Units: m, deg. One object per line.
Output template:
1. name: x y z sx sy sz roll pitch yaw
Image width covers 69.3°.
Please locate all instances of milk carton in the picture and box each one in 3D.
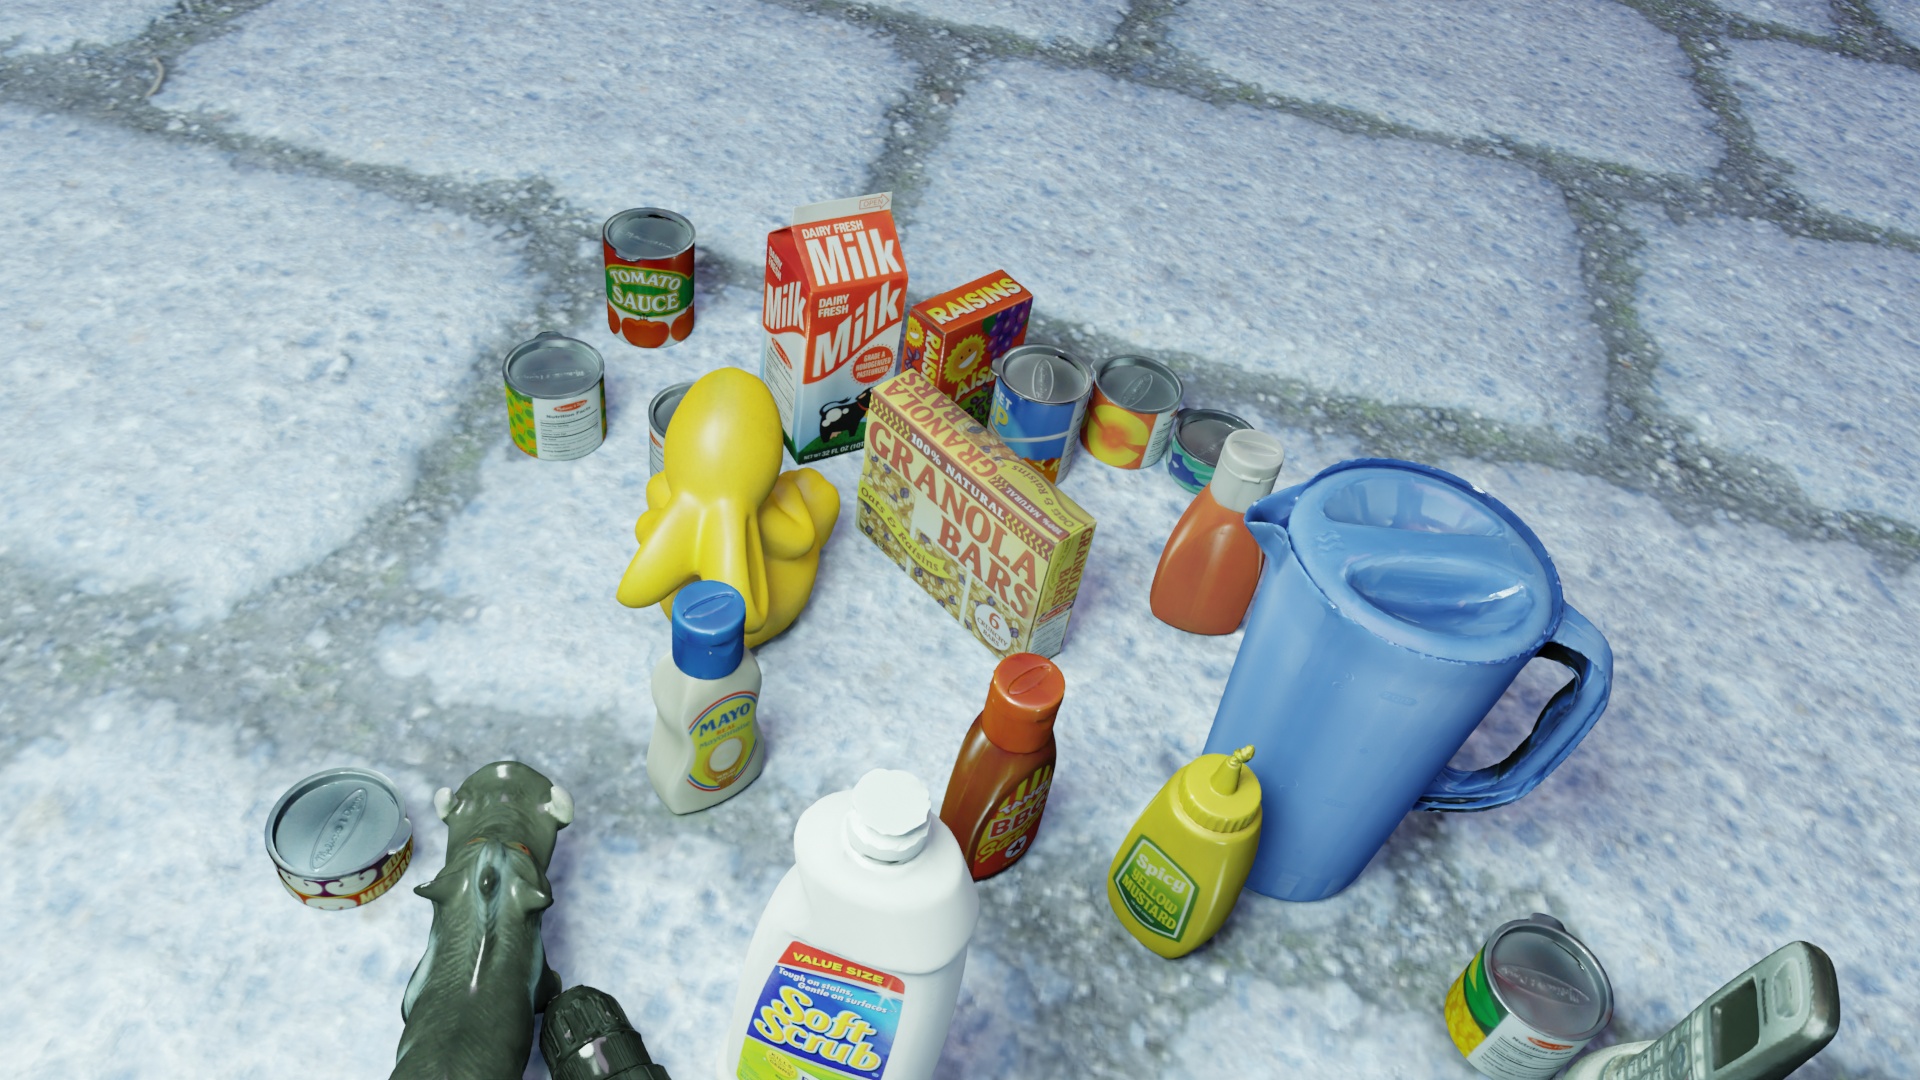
1. milk carton: -0.088 -0.150 0.944 0.072 0.189 0.074 -16 51 -25

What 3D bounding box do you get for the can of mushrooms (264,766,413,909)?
1. can of mushrooms: -0.314 0.153 0.710 0.071 0.033 0.071 6 45 -6

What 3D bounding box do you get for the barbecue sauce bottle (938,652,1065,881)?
1. barbecue sauce bottle: 0.023 0.118 0.729 0.065 0.147 0.044 -28 57 -32

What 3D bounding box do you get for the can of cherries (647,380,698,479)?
1. can of cherries: -0.174 -0.065 0.936 0.071 0.058 0.072 6 45 -6

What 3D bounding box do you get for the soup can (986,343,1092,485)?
1. soup can: 0.050 -0.088 0.985 0.071 0.083 0.072 6 45 -6

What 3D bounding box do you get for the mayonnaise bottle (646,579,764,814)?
1. mayonnaise bottle: -0.134 0.083 0.734 0.065 0.147 0.041 -24 55 -30

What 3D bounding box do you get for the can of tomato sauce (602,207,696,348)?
1. can of tomato sauce: -0.231 -0.194 1.035 0.071 0.082 0.071 6 45 -6

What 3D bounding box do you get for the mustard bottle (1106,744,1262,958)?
1. mustard bottle: 0.119 0.152 0.707 0.049 0.159 0.065 -31 58 -34

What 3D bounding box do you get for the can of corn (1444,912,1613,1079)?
1. can of corn: 0.295 0.240 0.726 0.071 0.058 0.071 6 45 -6

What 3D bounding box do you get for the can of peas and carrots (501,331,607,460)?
1. can of peas and carrots: -0.276 -0.098 0.949 0.071 0.058 0.071 6 45 -6

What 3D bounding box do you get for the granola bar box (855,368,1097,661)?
1. granola bar box: 0.003 -0.011 0.871 0.039 0.123 0.166 -29 57 -33

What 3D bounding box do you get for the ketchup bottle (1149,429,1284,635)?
1. ketchup bottle: 0.166 -0.003 0.878 0.065 0.148 0.044 12 45 1

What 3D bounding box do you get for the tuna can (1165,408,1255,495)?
1. tuna can: 0.184 -0.065 1.024 0.071 0.032 0.071 6 45 -6

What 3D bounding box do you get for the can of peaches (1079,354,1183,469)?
1. can of peaches: 0.123 -0.095 1.025 0.071 0.057 0.071 6 45 -6

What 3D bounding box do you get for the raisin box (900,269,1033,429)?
1. raisin box: 0.000 -0.120 0.979 0.086 0.122 0.040 -28 57 -33
